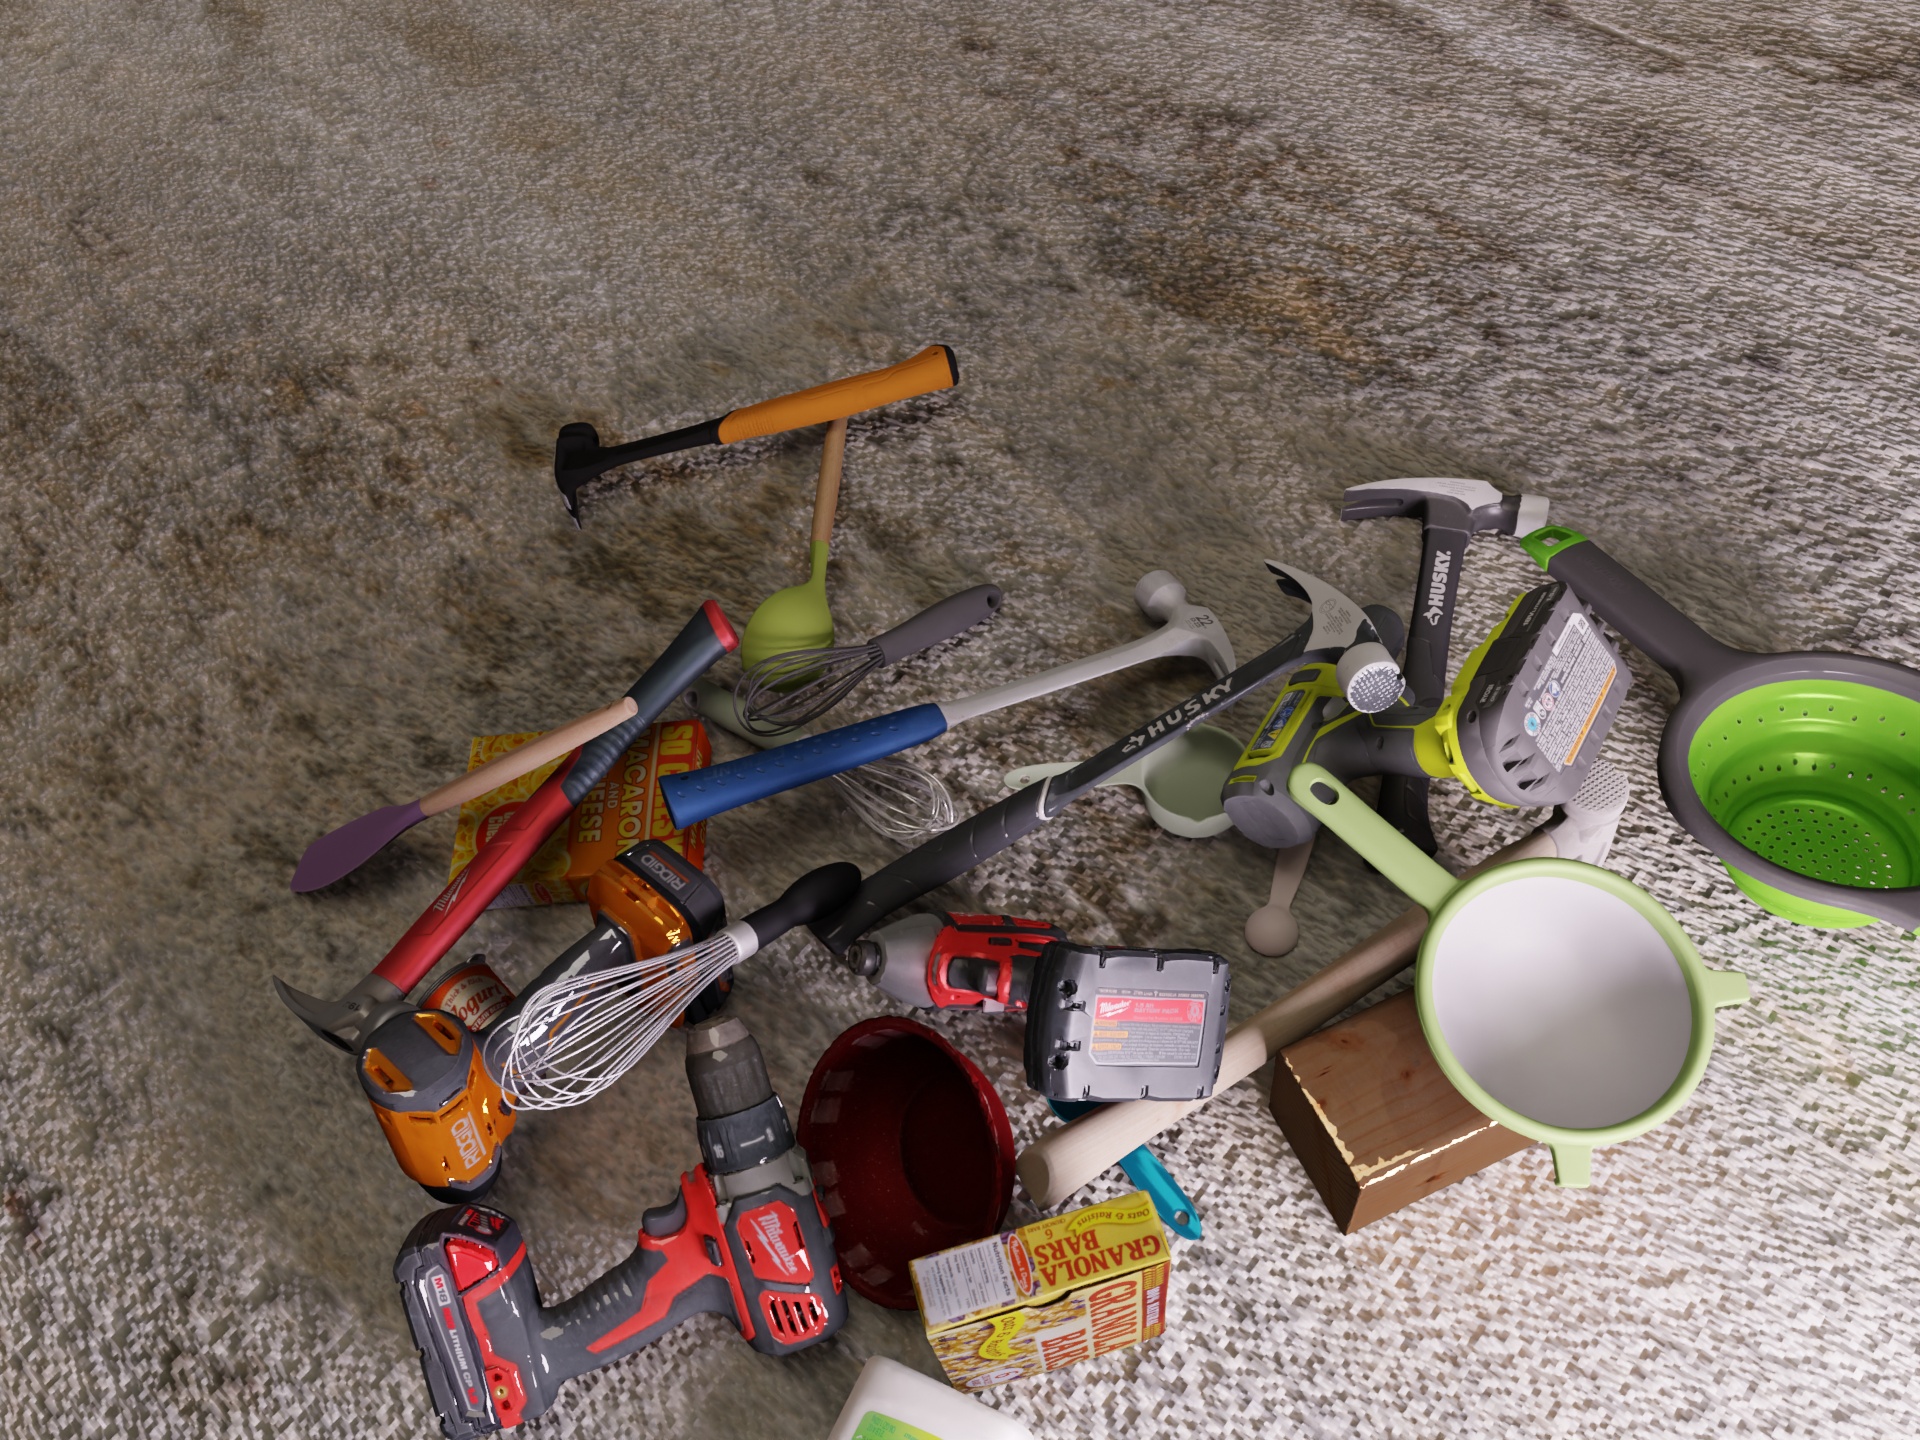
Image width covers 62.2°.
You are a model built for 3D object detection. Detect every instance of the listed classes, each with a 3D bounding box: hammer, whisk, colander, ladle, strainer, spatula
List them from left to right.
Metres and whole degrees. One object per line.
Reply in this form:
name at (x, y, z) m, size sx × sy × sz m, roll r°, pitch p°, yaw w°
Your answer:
spatula at (-0.339, 0.050, 1.063) m, size 0.316 × 0.018 × 0.060 m, roll -24°, pitch 38°, yaw 23°
hammer at (-0.285, 0.057, 1.059) m, size 0.143 × 0.038 × 0.386 m, roll 7°, pitch 49°, yaw 42°
whisk at (-0.154, 0.142, 0.922) m, size 0.070 × 0.070 × 0.284 m, roll 31°, pitch 36°, yaw 25°
hammer at (-0.164, -0.241, 1.286) m, size 0.337 × 0.034 × 0.127 m, roll -15°, pitch 39°, yaw 0°
ladle at (-0.119, -0.150, 1.236) m, size 0.062 × 0.078 × 0.320 m, roll -10°, pitch 47°, yaw 14°
whisk at (-0.104, 0.024, 1.121) m, size 0.246 × 0.057 × 0.059 m, roll 26°, pitch 28°, yaw 26°
whisk at (-0.060, -0.051, 1.136) m, size 0.239 × 0.055 × 0.055 m, roll -28°, pitch 55°, yaw -32°
hammer at (-0.002, -0.003, 1.077) m, size 0.405 × 0.035 × 0.144 m, roll -18°, pitch 40°, yaw -15°
hammer at (0.071, 0.035, 1.005) m, size 0.409 × 0.036 × 0.149 m, roll -31°, pitch 35°, yaw 12°
hammer at (0.214, 0.167, 0.940) m, size 0.410 × 0.146 × 0.038 m, roll -31°, pitch 59°, yaw -6°
hammer at (0.320, -0.041, 1.113) m, size 0.146 × 0.035 × 0.335 m, roll 11°, pitch 58°, yaw 14°
strainer at (0.274, 0.119, 0.861) m, size 0.151 × 0.069 × 0.256 m, roll -42°, pitch 70°, yaw -14°
colander at (0.498, 0.009, 1.028) m, size 0.204 × 0.094 × 0.398 m, roll -24°, pitch 46°, yaw -10°

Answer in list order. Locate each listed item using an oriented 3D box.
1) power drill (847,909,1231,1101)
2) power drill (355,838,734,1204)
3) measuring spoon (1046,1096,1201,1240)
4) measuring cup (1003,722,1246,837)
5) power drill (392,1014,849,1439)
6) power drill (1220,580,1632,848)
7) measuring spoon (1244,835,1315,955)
power drill at (0.037, 0.151, 0.902) m, size 0.143 × 0.220 × 0.078 m, roll 8°, pitch 89°, yaw -30°
power drill at (-0.246, 0.192, 0.965) m, size 0.084 × 0.164 × 0.226 m, roll 33°, pitch 53°, yaw 26°
measuring spoon at (0.098, 0.258, 0.949) m, size 0.042 × 0.021 × 0.129 m, roll -33°, pitch 67°, yaw -18°
measuring cup at (0.114, 0.045, 1.079) m, size 0.167 × 0.038 × 0.083 m, roll -2°, pitch 55°, yaw 8°
power drill at (-0.190, 0.281, 0.887) m, size 0.226 × 0.080 × 0.188 m, roll -17°, pitch 90°, yaw -5°
power drill at (0.283, -0.013, 0.978) m, size 0.191 × 0.080 × 0.228 m, roll -53°, pitch 21°, yaw -27°
measuring spoon at (0.215, 0.097, 1.040) m, size 0.034 × 0.018 × 0.124 m, roll 13°, pitch 57°, yaw 16°
